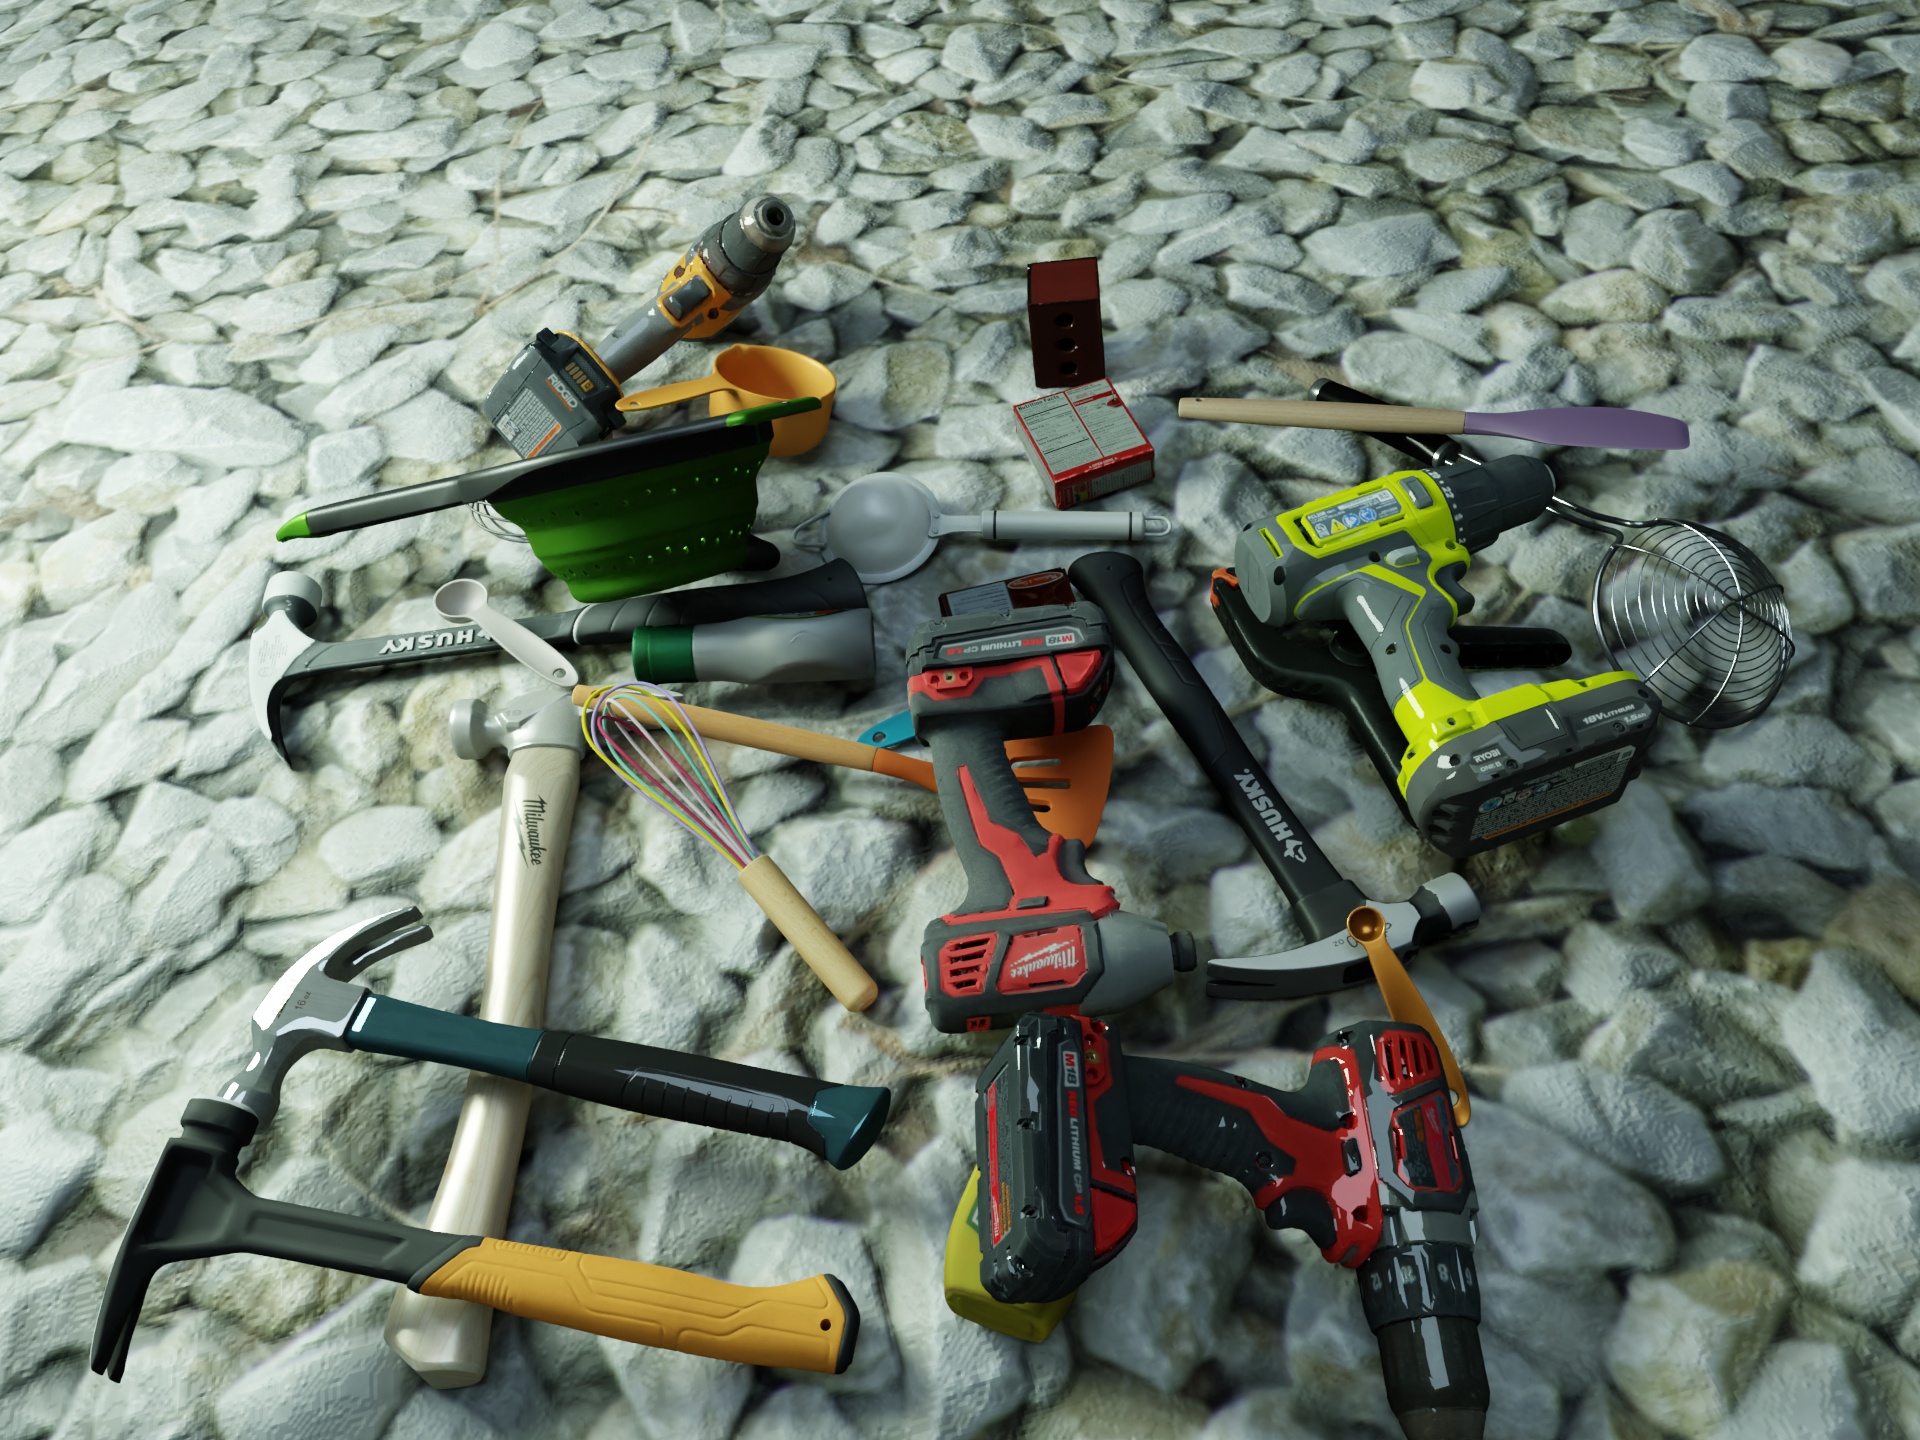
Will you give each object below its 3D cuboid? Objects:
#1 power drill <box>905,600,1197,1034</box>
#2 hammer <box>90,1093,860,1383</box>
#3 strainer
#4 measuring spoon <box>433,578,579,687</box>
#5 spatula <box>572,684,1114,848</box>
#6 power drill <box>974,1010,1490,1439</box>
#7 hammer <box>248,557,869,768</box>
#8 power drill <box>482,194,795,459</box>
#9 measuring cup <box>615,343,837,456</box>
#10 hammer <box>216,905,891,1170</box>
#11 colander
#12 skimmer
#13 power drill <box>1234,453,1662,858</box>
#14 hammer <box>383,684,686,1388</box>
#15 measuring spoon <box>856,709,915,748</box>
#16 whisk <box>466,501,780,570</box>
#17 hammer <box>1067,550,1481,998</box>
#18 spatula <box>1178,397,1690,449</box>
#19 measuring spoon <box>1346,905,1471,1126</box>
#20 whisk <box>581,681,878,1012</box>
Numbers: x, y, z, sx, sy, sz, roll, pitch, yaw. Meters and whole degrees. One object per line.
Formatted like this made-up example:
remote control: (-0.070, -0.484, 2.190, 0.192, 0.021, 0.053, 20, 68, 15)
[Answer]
power drill: (0.044, 0.053, 0.855, 0.143, 0.078, 0.220, -6, 68, 1)
hammer: (-0.214, 0.262, 0.731, 0.337, 0.034, 0.127, 10, 56, 1)
strainer: (0.011, -0.133, 1.061, 0.258, 0.050, 0.087, 1, 67, 4)
measuring spoon: (-0.285, -0.050, 1.006, 0.124, 0.018, 0.034, 34, 57, 21)
spatula: (-0.074, 0.014, 0.932, 0.322, 0.041, 0.081, 12, 64, 5)
power drill: (0.126, 0.221, 0.706, 0.226, 0.080, 0.188, 7, 56, -13)
hammer: (-0.263, -0.057, 1.037, 0.409, 0.036, 0.149, -7, 52, 1)
power drill: (-0.218, -0.281, 1.132, 0.226, 0.084, 0.185, -46, 15, -25)
measuring cup: (-0.166, -0.213, 1.106, 0.173, 0.052, 0.095, -22, 49, -38)
hammer: (-0.199, 0.174, 0.800, 0.331, 0.033, 0.128, 9, 54, 10)
colander: (-0.269, -0.118, 1.010, 0.397, 0.094, 0.204, -7, 13, 23)
skimmer: (0.354, -0.121, 1.012, 0.127, 0.090, 0.364, -29, 43, -19)
power drill: (0.284, -0.052, 0.890, 0.190, 0.080, 0.229, -19, 55, -6)
hammer: (-0.235, 0.146, 0.868, 0.146, 0.038, 0.411, -4, 51, 2)
measuring spoon: (-0.002, -0.003, 0.974, 0.128, 0.021, 0.042, -21, 52, 2)
whisk: (-0.235, -0.135, 1.090, 0.239, 0.055, 0.055, 13, 54, 13)
hammer: (0.144, 0.016, 0.923, 0.146, 0.035, 0.335, -21, 51, -10)
spatula: (0.298, -0.194, 1.025, 0.316, 0.018, 0.060, 6, 36, 16)
measuring spoon: (0.225, 0.148, 0.798, 0.021, 0.011, 0.117, -22, 76, -5)
whisk: (-0.132, 0.069, 0.887, 0.245, 0.051, 0.047, 47, 25, 18)
